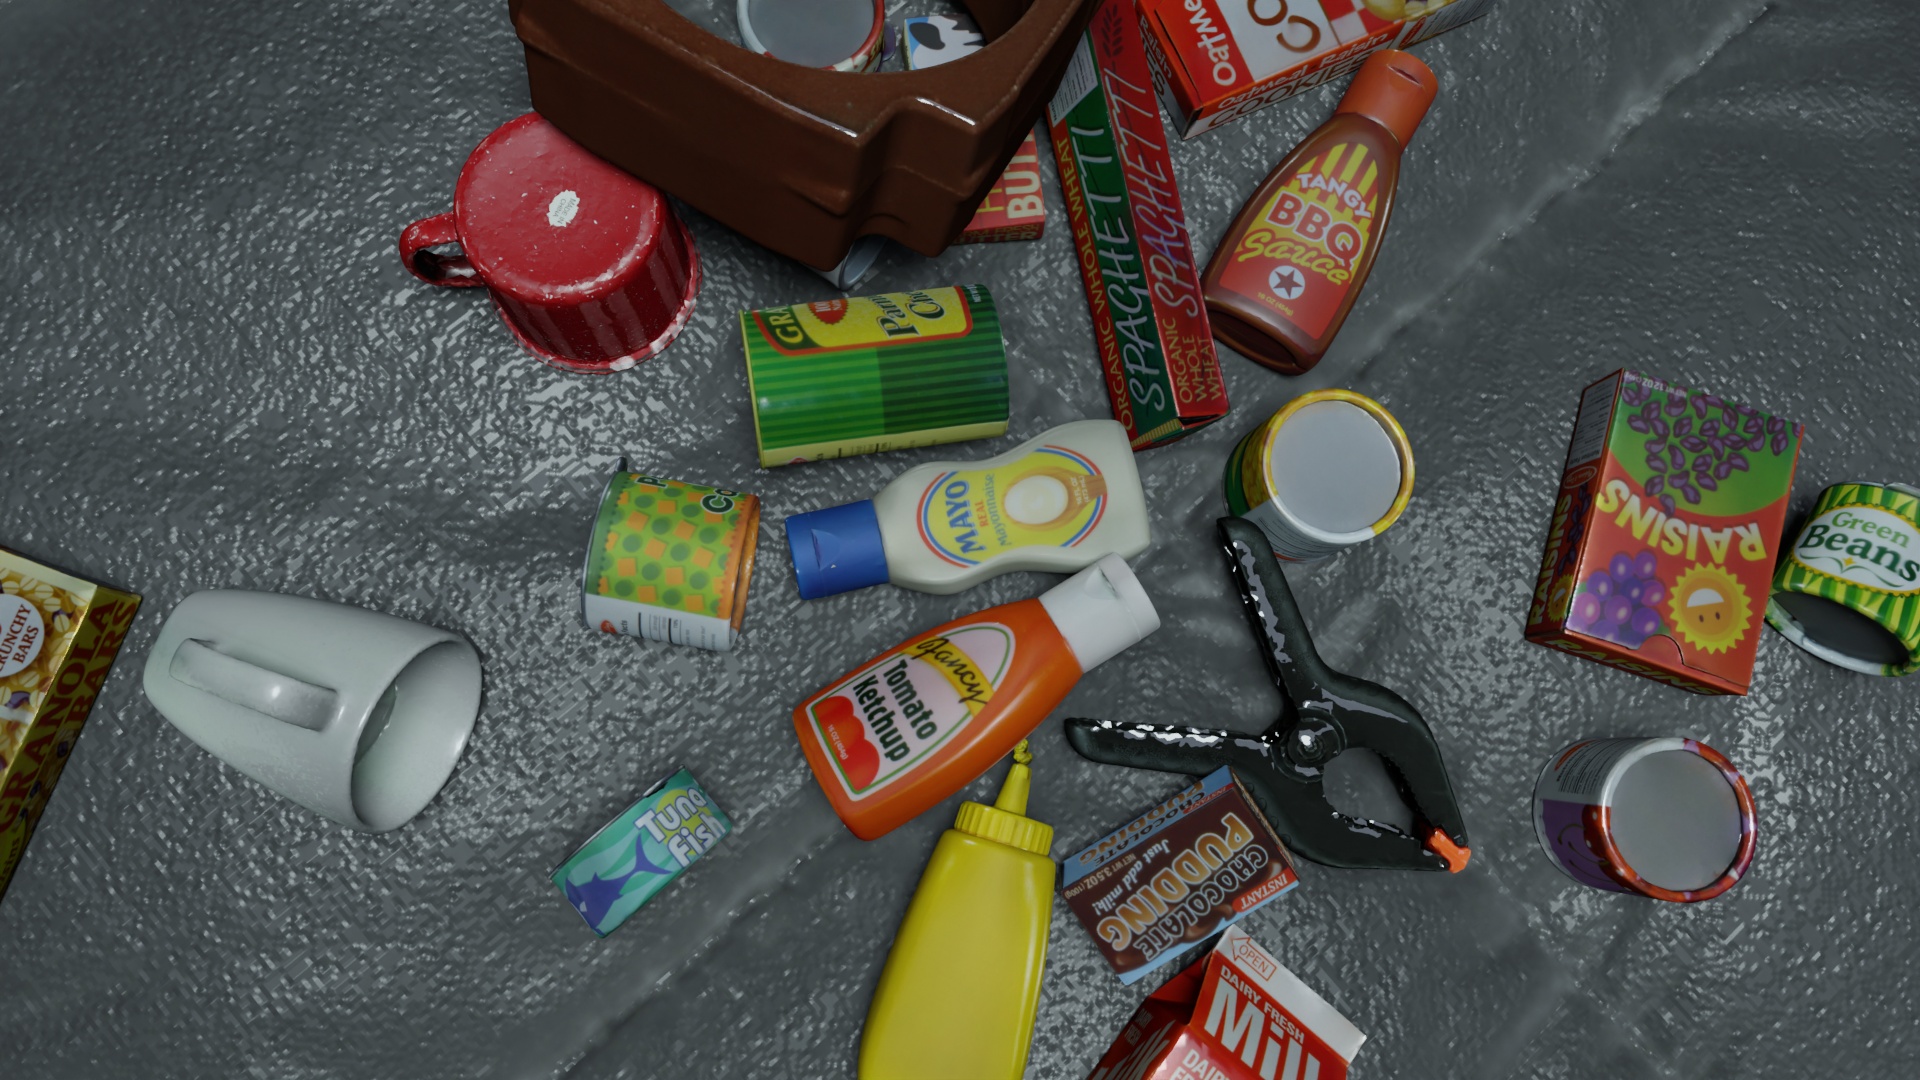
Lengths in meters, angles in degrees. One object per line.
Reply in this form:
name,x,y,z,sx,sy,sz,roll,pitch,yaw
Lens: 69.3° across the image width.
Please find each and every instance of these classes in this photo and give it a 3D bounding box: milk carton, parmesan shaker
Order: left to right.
parmesan shaker,-0.037,-0.070,0.582,0.103,0.071,0.071,-9,82,-8
milk carton,0.074,0.246,0.533,0.072,0.073,0.191,40,80,3

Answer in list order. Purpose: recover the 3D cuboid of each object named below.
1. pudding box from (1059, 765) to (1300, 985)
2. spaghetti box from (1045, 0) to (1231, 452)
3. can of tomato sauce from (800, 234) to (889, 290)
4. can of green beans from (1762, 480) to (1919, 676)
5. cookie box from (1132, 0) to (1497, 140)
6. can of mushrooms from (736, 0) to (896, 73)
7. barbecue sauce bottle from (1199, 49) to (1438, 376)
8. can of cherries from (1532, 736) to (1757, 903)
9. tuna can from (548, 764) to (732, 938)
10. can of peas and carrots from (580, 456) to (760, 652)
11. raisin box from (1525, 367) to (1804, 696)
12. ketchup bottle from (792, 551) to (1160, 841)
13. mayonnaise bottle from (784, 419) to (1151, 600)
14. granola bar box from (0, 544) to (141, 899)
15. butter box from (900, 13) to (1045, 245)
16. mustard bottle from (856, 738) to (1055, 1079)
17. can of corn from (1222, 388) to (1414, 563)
pudding box,0.087,0.135,0.559,0.083,0.030,0.049,-33,95,10
spaghetti box,0.067,-0.164,0.608,0.029,0.050,0.250,-9,82,-25
can of tomato sauce,-0.067,-0.158,0.594,0.083,0.071,0.071,32,80,2
can of green beans,0.390,0.017,0.598,0.071,0.071,0.058,37,81,2
cookie box,0.152,-0.275,0.642,0.168,0.040,0.123,-24,83,-7
can of mushrooms,-0.064,-0.231,0.622,0.071,0.033,0.071,1,80,-4
barbecue sauce bottle,0.163,-0.150,0.621,0.065,0.043,0.149,31,79,2
can of cherries,0.285,0.117,0.578,0.071,0.058,0.071,1,80,-4
tuna can,-0.122,0.120,0.541,0.071,0.071,0.033,-40,88,-9
can of peas and carrots,-0.115,0.006,0.562,0.059,0.071,0.071,11,80,-3
raisin box,0.309,-0.003,0.609,0.086,0.040,0.123,18,80,-2
ketchup bottle,0.009,0.058,0.561,0.149,0.043,0.065,-31,54,-1
mayonnaise bottle,0.002,-0.007,0.586,0.148,0.041,0.065,-12,83,-7
granola bar box,-0.421,0.075,0.542,0.124,0.039,0.166,20,80,-1
butter box,0.006,-0.184,0.624,0.053,0.024,0.103,-7,81,-5
mustard bottle,0.007,0.158,0.555,0.065,0.048,0.160,17,79,1
can of corn,0.152,-0.029,0.592,0.071,0.058,0.071,1,81,-4
